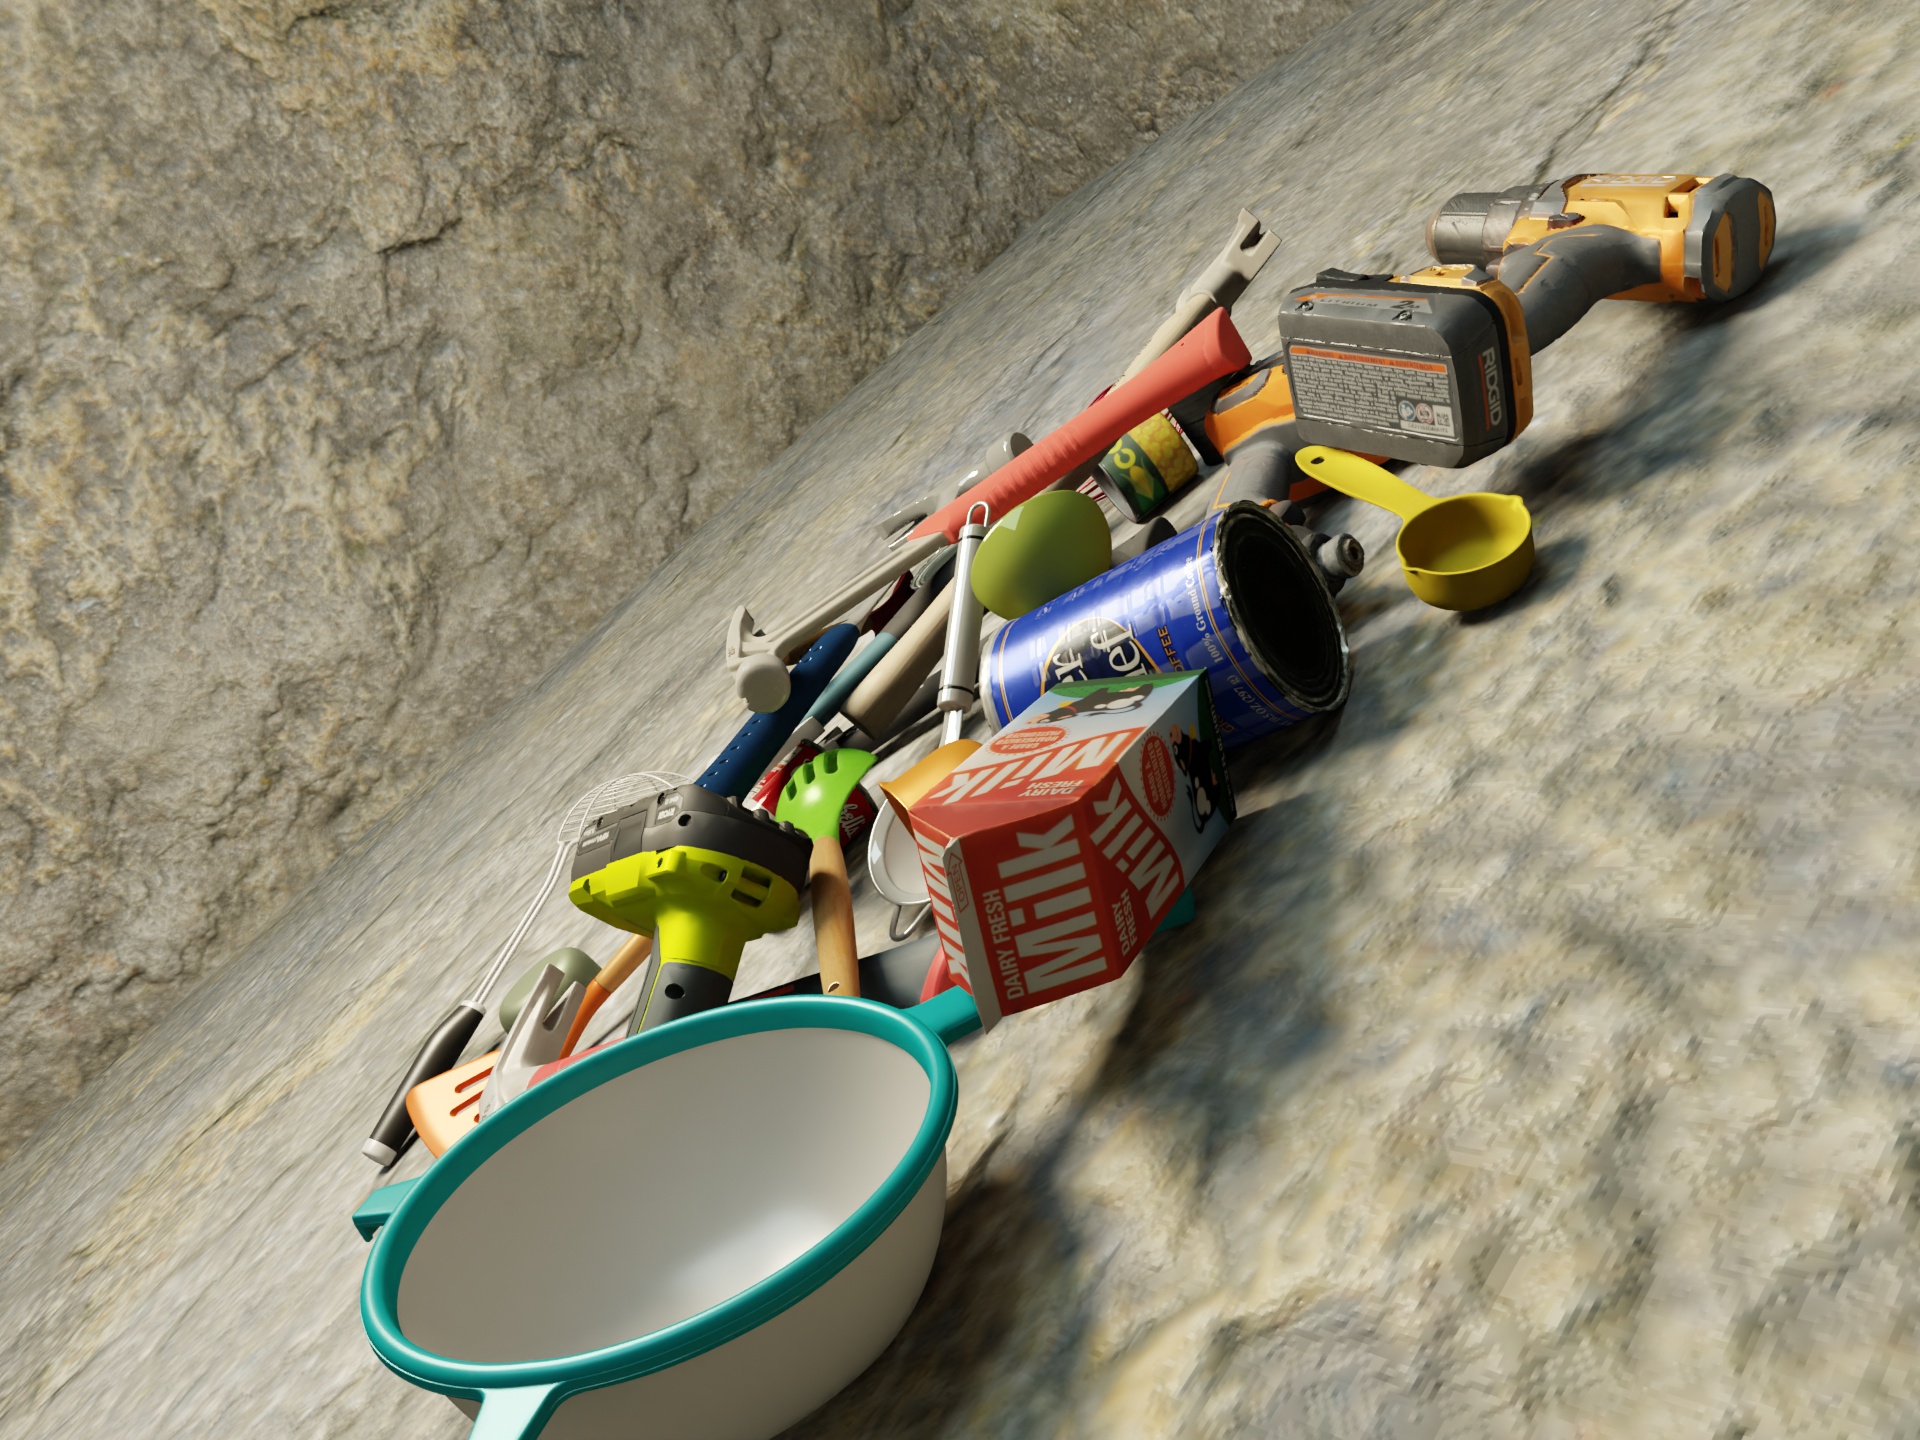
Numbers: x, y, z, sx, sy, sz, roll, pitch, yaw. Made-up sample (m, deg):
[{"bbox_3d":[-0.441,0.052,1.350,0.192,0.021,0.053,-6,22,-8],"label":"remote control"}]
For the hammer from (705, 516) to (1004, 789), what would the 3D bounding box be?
[{"bbox_3d":[-0.040,-0.064,1.117,0.331,0.033,0.128,-45,18,-18],"label":"hammer"}]

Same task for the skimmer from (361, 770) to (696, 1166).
[{"bbox_3d":[-0.307,0.179,1.188,0.127,0.090,0.363,-15,40,49],"label":"skimmer"}]

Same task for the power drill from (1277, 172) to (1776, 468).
[{"bbox_3d":[0.260,-0.214,0.796,0.226,0.084,0.185,-32,32,-23],"label":"power drill"}]

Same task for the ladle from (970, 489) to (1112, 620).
[{"bbox_3d":[0.055,-0.104,0.934,0.078,0.062,0.320,-43,4,11],"label":"ladle"}]

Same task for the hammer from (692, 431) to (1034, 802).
[{"bbox_3d":[-0.075,-0.059,1.050,0.144,0.035,0.406,-27,20,41],"label":"hammer"}]

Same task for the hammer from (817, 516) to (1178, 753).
[{"bbox_3d":[0.004,-0.035,1.071,0.334,0.035,0.146,-33,19,20],"label":"hammer"}]

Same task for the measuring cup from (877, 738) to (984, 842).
[{"bbox_3d":[0.010,0.040,0.706,0.052,0.095,0.173,-37,-12,-10],"label":"measuring cup"}]

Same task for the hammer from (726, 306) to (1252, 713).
[{"bbox_3d":[0.012,-0.131,0.956,0.359,0.036,0.149,-34,20,5],"label":"hammer"}]

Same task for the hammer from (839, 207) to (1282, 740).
[{"bbox_3d":[0.063,-0.155,1.028,0.411,0.038,0.146,-51,0,-10],"label":"hammer"}]

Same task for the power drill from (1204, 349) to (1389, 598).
[{"bbox_3d":[0.174,-0.119,0.857,0.164,0.084,0.227,-18,32,50],"label":"power drill"}]

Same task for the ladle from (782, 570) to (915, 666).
[{"bbox_3d":[-0.082,-0.072,1.221,0.069,0.031,0.315,-66,-8,16],"label":"ladle"}]

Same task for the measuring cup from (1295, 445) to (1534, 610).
[{"bbox_3d":[0.204,-0.093,0.736,0.062,0.029,0.157,-31,34,-6],"label":"measuring cup"}]

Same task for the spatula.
[{"bbox_3d":[-0.214,0.146,1.003,0.322,0.041,0.081,-48,48,-6],"label":"spatula"}]

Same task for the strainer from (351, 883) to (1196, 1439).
[{"bbox_3d":[-0.038,0.166,0.587,0.340,0.095,0.211,-24,18,-26],"label":"strainer"}]

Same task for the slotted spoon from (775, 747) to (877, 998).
[{"bbox_3d":[-0.065,0.073,0.803,0.070,0.031,0.314,-34,18,4],"label":"slotted spoon"}]

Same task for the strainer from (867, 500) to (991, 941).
[{"bbox_3d":[-0.001,-0.003,0.851,0.087,0.050,0.259,-10,64,39],"label":"strainer"}]

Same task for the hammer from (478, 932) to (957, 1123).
[{"bbox_3d":[-0.125,0.152,0.822,0.386,0.038,0.143,-24,36,37],"label":"hammer"}]

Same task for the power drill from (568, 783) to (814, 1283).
[{"bbox_3d":[-0.153,0.154,0.743,0.171,0.080,0.223,-20,50,46],"label":"power drill"}]

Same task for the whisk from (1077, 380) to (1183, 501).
[{"bbox_3d":[0.070,-0.164,1.225,0.296,0.073,0.073,-46,17,-3],"label":"whisk"}]

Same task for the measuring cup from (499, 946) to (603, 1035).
[{"bbox_3d":[-0.288,0.208,1.051,0.083,0.038,0.168,-33,16,20],"label":"measuring cup"}]
